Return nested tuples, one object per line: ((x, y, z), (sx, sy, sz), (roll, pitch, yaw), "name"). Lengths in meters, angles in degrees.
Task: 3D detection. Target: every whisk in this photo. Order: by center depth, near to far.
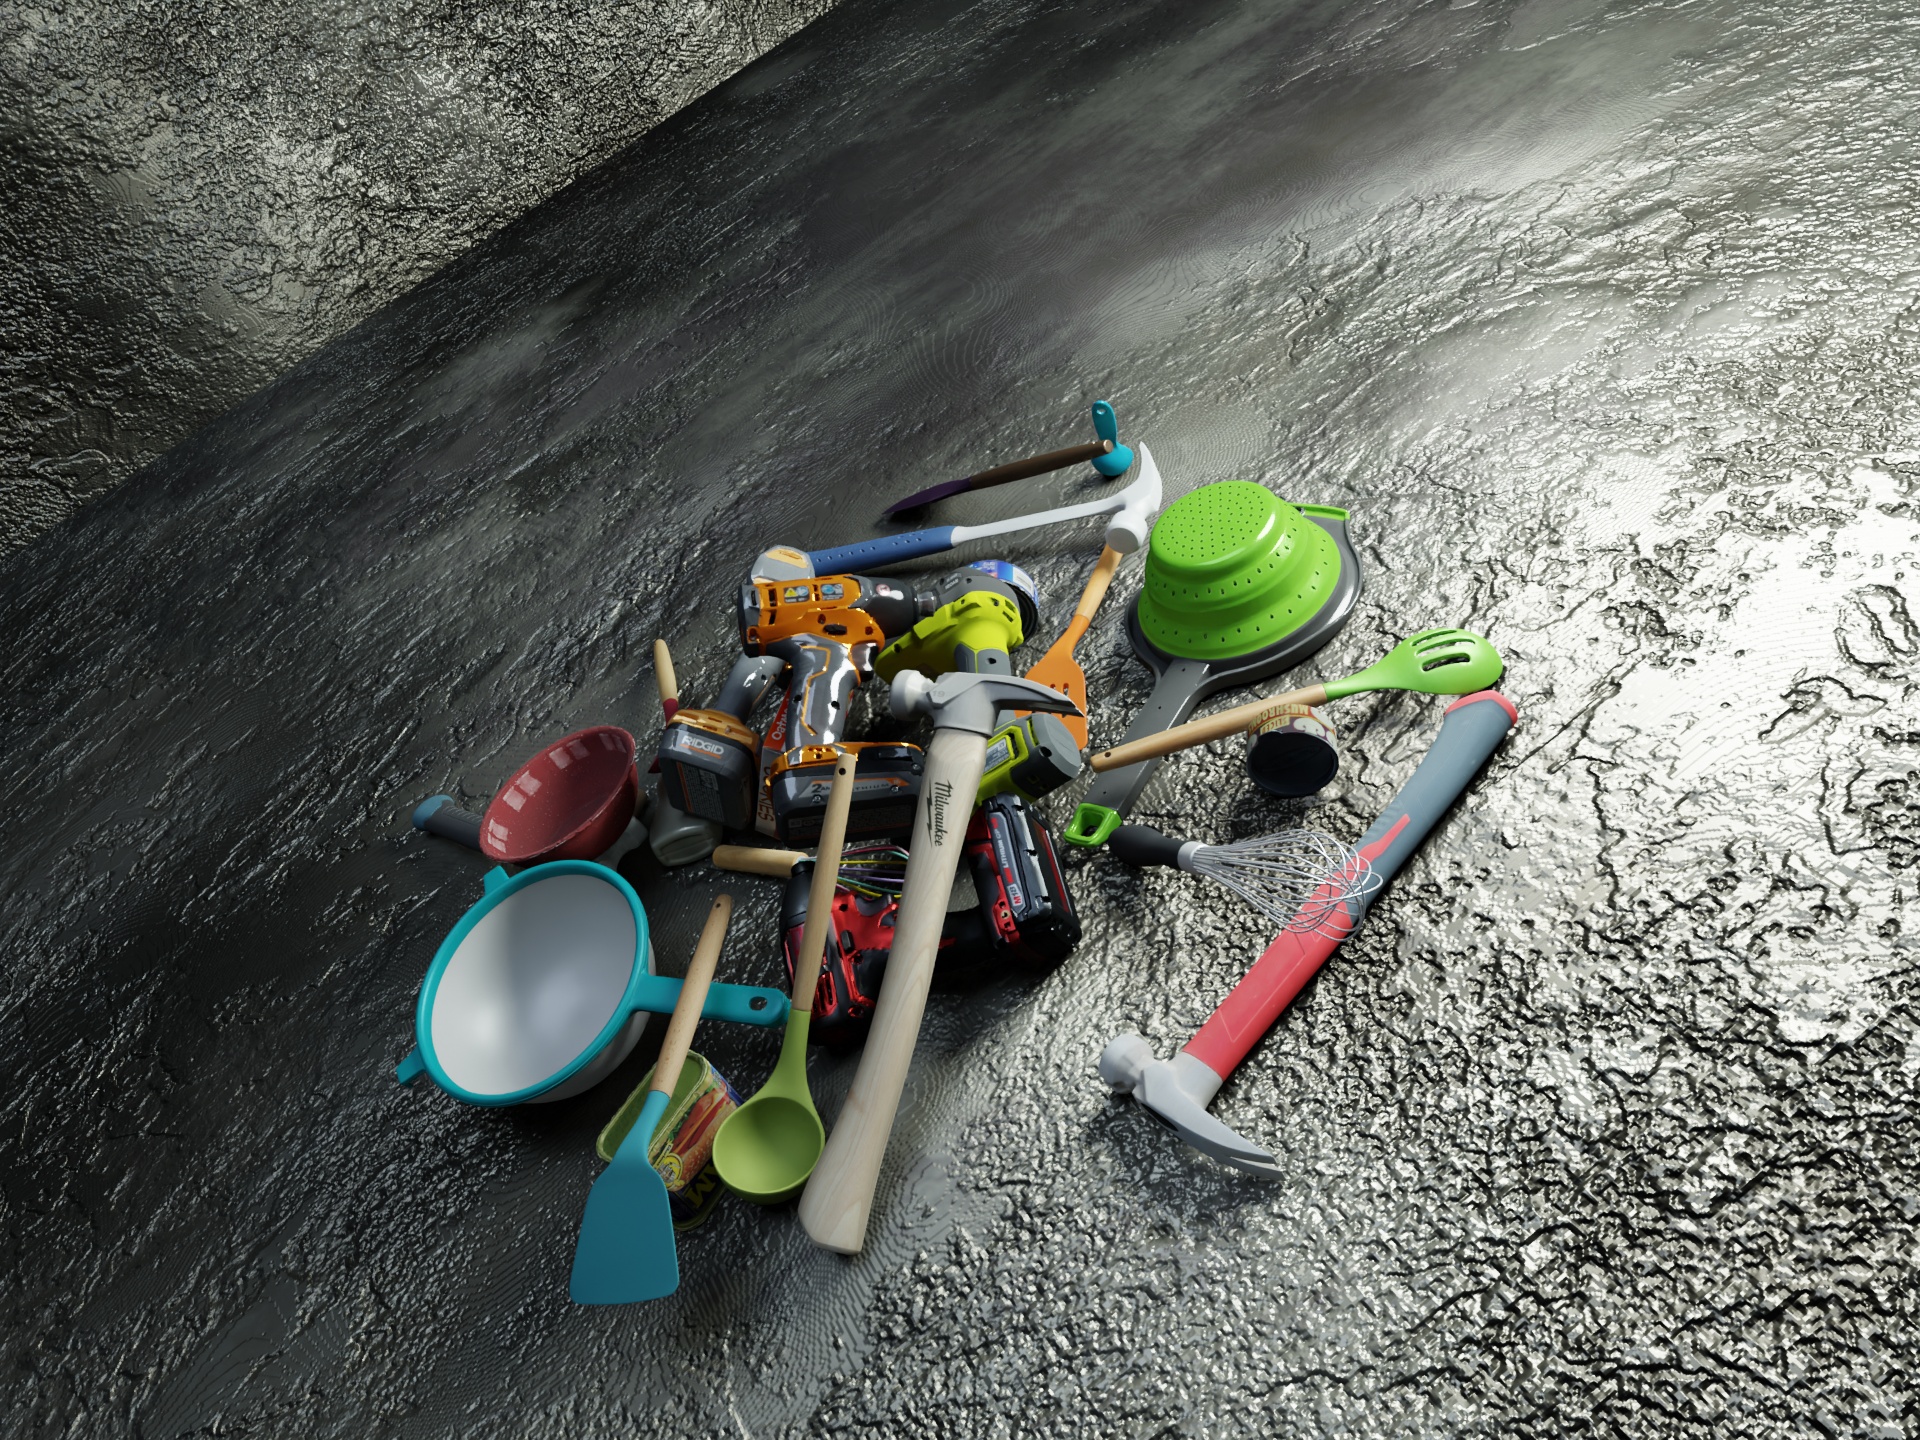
((0.180, 0.099, 1.083), (0.070, 0.070, 0.285), (-45, 20, -17), "whisk")
((-0.118, 0.122, 1.309), (0.245, 0.051, 0.047), (2, 55, 38), "whisk")

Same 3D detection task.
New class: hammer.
((0.265, 0.126, 1.058), (0.386, 0.038, 0.143), (-46, 42, -18), "hammer")
((-0.025, 0.161, 1.104), (0.146, 0.038, 0.411), (5, 72, 27), "hammer")
((-0.429, 0.116, 1.505), (0.331, 0.033, 0.128), (11, 54, 46), "hammer")
((0.008, -0.182, 1.541), (0.405, 0.035, 0.144), (-8, 37, 31), "hammer")

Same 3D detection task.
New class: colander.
((0.179, -0.072, 1.281), (0.205, 0.094, 0.397), (11, 54, 40), "colander")

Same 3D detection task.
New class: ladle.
((-0.112, 0.179, 1.128), (0.078, 0.062, 0.320), (8, 81, 10), "ladle")
((-0.284, -0.023, 1.538), (0.069, 0.031, 0.316), (-54, 23, 10), "ladle")

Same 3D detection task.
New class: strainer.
((-0.267, 0.227, 1.256), (0.340, 0.095, 0.211), (1, 57, 26), "strainer")

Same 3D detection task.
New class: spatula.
((-0.199, 0.247, 1.107), (0.082, 0.044, 0.318), (-13, 37, 21), "spatula")
((0.117, -0.097, 1.409), (0.081, 0.041, 0.323), (-2, 43, 31), "spatula")
((0.033, -0.239, 1.559), (0.316, 0.018, 0.060), (-6, 26, 50), "spatula")

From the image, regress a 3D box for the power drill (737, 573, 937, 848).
((-0.086, -0.020, 1.266), (0.164, 0.084, 0.227), (-7, 59, -8), "power drill")

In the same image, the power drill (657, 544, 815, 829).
((-0.184, -0.019, 1.416), (0.084, 0.185, 0.226), (17, 62, 7), "power drill")

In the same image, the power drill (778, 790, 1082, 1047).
((-0.033, 0.142, 1.181), (0.219, 0.078, 0.143), (-23, 61, 13), "power drill")

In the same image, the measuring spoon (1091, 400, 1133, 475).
((0.138, -0.262, 1.501), (0.042, 0.128, 0.021), (0, 72, 12), "measuring spoon")

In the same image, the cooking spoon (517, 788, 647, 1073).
((-0.348, 0.186, 1.407), (0.069, 0.017, 0.319), (3, 49, 24), "cooking spoon")

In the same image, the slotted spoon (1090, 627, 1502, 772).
((0.249, -0.011, 1.192), (0.314, 0.031, 0.070), (-17, 43, 6), "slotted spoon")

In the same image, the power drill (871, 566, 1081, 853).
((-0.002, -0.004, 1.319), (0.171, 0.080, 0.223), (-33, 46, 22), "power drill")
